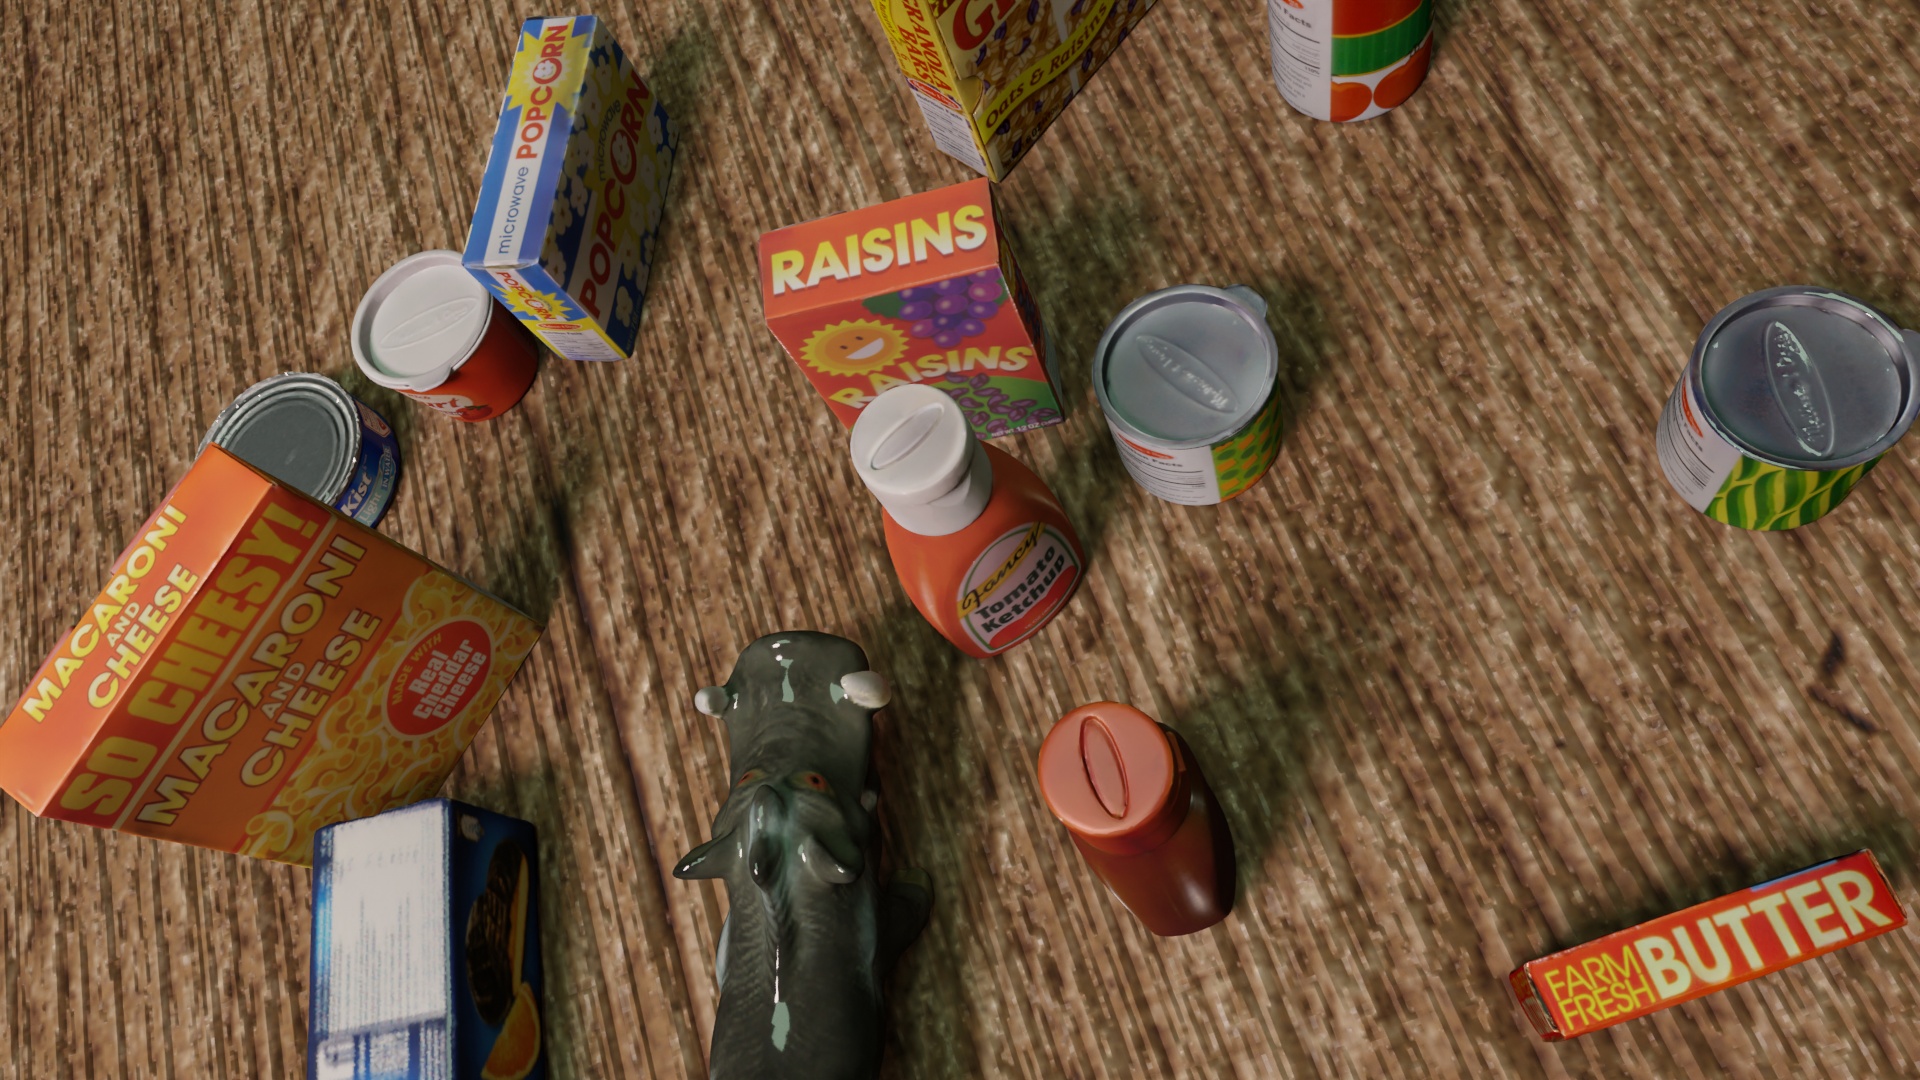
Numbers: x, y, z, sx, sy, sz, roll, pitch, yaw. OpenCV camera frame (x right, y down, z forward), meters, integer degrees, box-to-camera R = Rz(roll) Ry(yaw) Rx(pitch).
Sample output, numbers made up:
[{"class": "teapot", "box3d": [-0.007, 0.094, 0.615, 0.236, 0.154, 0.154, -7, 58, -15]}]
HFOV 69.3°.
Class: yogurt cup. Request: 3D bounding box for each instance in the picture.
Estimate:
[{"class": "yogurt cup", "box3d": [-0.227, -0.088, 0.622, 0.072, 0.054, 0.072, -5, 68, 13]}]

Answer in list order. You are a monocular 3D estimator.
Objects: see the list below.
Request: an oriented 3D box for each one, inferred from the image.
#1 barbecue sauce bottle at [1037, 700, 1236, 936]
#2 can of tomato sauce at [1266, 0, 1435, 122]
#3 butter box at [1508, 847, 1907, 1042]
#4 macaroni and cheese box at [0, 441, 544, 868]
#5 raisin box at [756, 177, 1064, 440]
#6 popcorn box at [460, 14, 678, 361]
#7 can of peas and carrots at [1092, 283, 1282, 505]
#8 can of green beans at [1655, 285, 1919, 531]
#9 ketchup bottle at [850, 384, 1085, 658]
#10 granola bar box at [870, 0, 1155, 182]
[{"class": "barbecue sauce bottle", "box3d": [0.056, 0.083, 0.427, 0.043, 0.148, 0.065, -19, 66, 8]}, {"class": "can of tomato sauce", "box3d": [0.157, -0.219, 0.553, 0.071, 0.083, 0.071, -5, 69, 13]}, {"class": "butter box", "box3d": [0.221, 0.124, 0.419, 0.103, 0.053, 0.024, -22, 66, 6]}, {"class": "macaroni and cheese box", "box3d": [-0.243, 0.053, 0.510, 0.040, 0.166, 0.124, 26, 79, 22]}, {"class": "raisin box", "box3d": [-0.014, -0.078, 0.522, 0.086, 0.123, 0.040, -11, 68, 11]}, {"class": "popcorn box", "box3d": [-0.169, -0.154, 0.615, 0.038, 0.085, 0.127, 1, 70, 16]}, {"class": "can of peas and carrots", "box3d": [0.088, -0.055, 0.521, 0.071, 0.058, 0.071, -5, 69, 13]}, {"class": "can of green beans", "box3d": [0.275, -0.043, 0.467, 0.071, 0.057, 0.071, -5, 69, 13]}, {"class": "ketchup bottle", "box3d": [0.002, -0.006, 0.476, 0.065, 0.148, 0.043, -42, 65, -3]}, {"class": "granola bar box", "box3d": [0.040, -0.248, 0.573, 0.039, 0.124, 0.166, 36, 82, 24]}]
